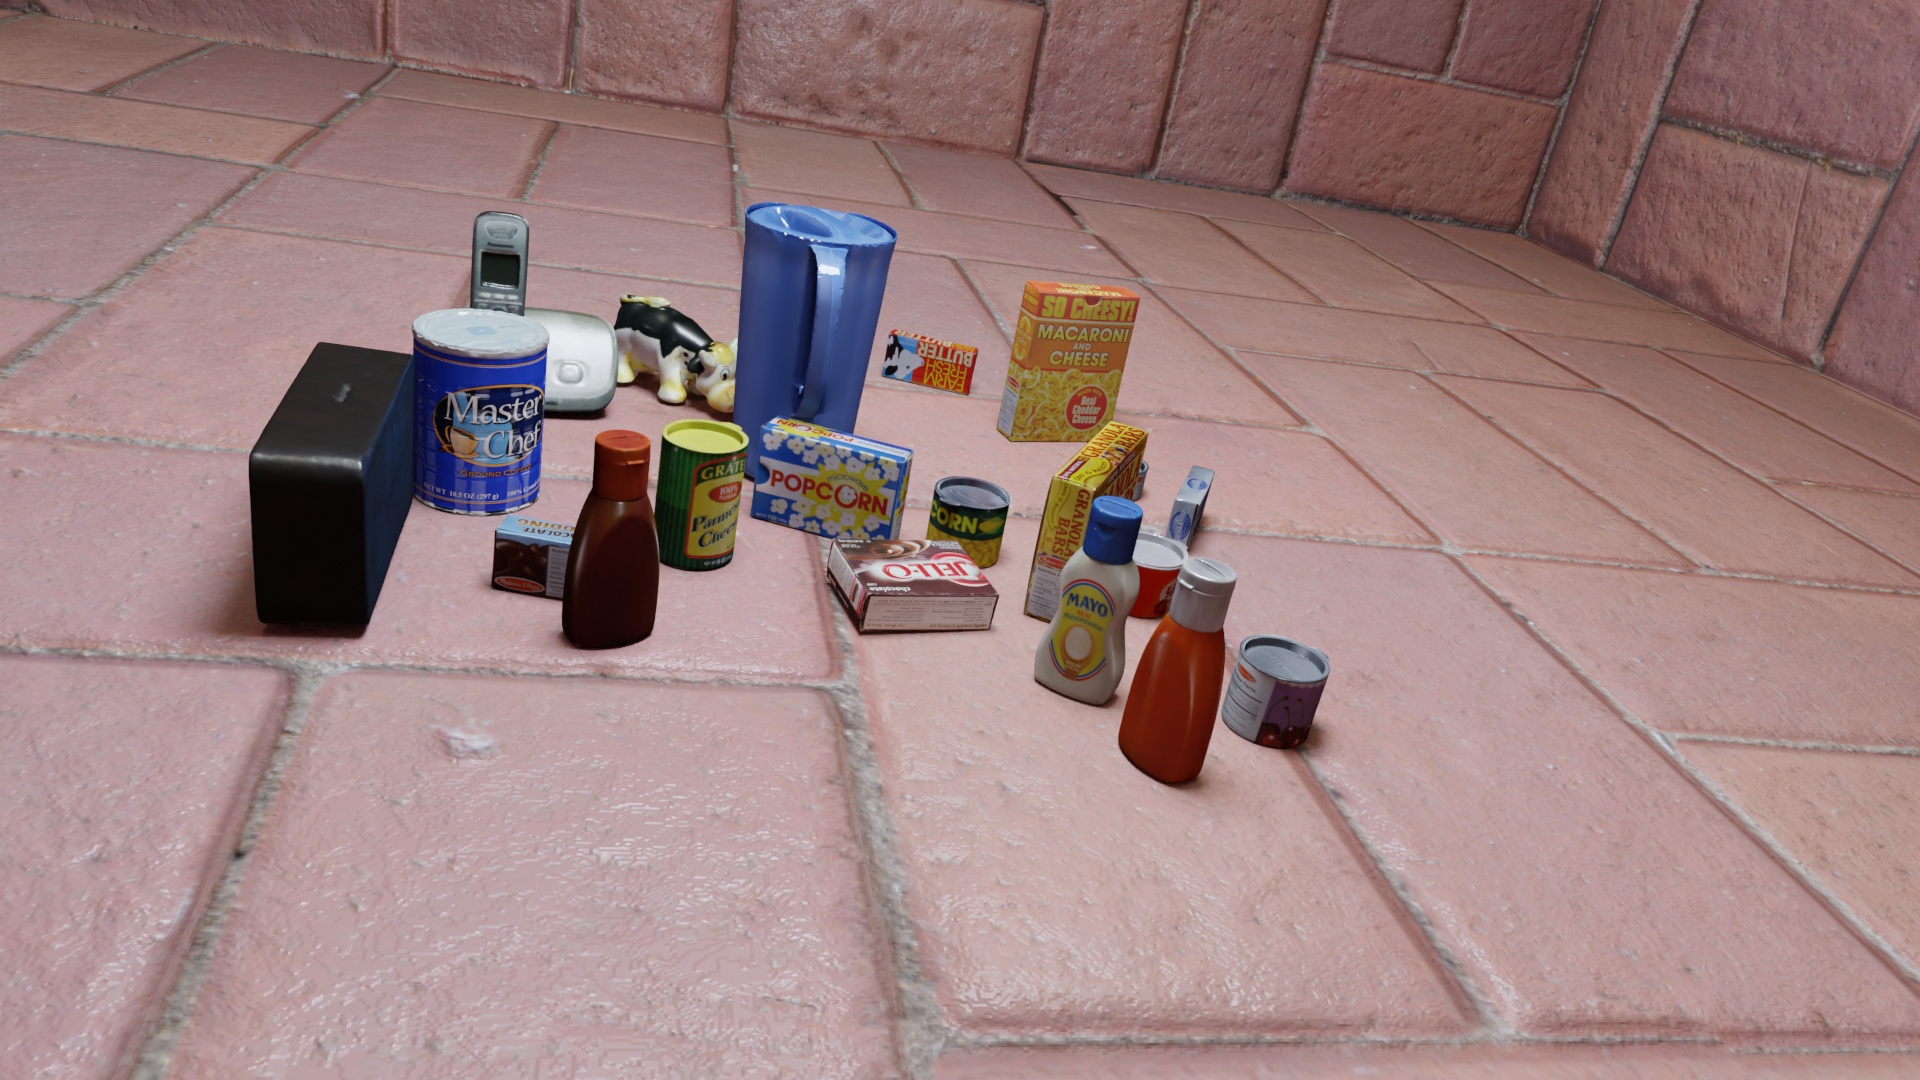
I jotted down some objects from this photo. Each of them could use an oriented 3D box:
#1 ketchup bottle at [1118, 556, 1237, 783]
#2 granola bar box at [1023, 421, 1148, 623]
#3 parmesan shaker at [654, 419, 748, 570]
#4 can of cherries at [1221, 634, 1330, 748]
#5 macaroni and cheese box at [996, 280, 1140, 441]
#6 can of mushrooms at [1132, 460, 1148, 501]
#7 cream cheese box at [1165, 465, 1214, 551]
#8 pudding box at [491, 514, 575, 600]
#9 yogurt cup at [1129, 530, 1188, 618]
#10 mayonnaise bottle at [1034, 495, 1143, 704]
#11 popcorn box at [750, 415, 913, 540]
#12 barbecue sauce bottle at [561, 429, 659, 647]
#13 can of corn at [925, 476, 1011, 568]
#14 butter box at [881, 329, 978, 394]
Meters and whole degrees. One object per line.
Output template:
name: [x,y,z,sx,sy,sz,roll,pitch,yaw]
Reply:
ketchup bottle: [0.147,0.084,0.923,0.044,0.148,0.065,-7,30,-35]
granola bar box: [0.105,-0.017,1.156,0.039,0.123,0.166,18,25,16]
parmesan shaker: [-0.204,-0.036,1.093,0.071,0.102,0.071,9,24,-4]
can of cherries: [0.231,0.110,1.012,0.071,0.058,0.072,9,24,-4]
macaroni and cheese box: [0.115,-0.188,1.481,0.124,0.165,0.040,-2,27,-26]
can of mushrooms: [0.152,-0.067,1.394,0.071,0.033,0.071,9,24,-4]
cream cheese box: [0.217,-0.030,1.316,0.024,0.053,0.104,17,25,12]
pudding box: [-0.294,0.014,1.009,0.084,0.049,0.030,10,24,-3]
yogurt cup: [0.151,0.029,1.159,0.072,0.053,0.073,9,24,-4]
mayonnaise bottle: [0.097,0.042,0.995,0.065,0.147,0.041,20,25,20]
popcorn box: [-0.109,-0.048,1.181,0.127,0.084,0.038,15,24,8]
barbecue sauce bottle: [-0.235,-0.001,0.947,0.065,0.147,0.044,-10,31,-39]
can of corn: [0.004,-0.015,1.188,0.071,0.058,0.071,9,24,-4]
butter box: [-0.034,-0.204,1.590,0.103,0.053,0.024,13,24,5]
